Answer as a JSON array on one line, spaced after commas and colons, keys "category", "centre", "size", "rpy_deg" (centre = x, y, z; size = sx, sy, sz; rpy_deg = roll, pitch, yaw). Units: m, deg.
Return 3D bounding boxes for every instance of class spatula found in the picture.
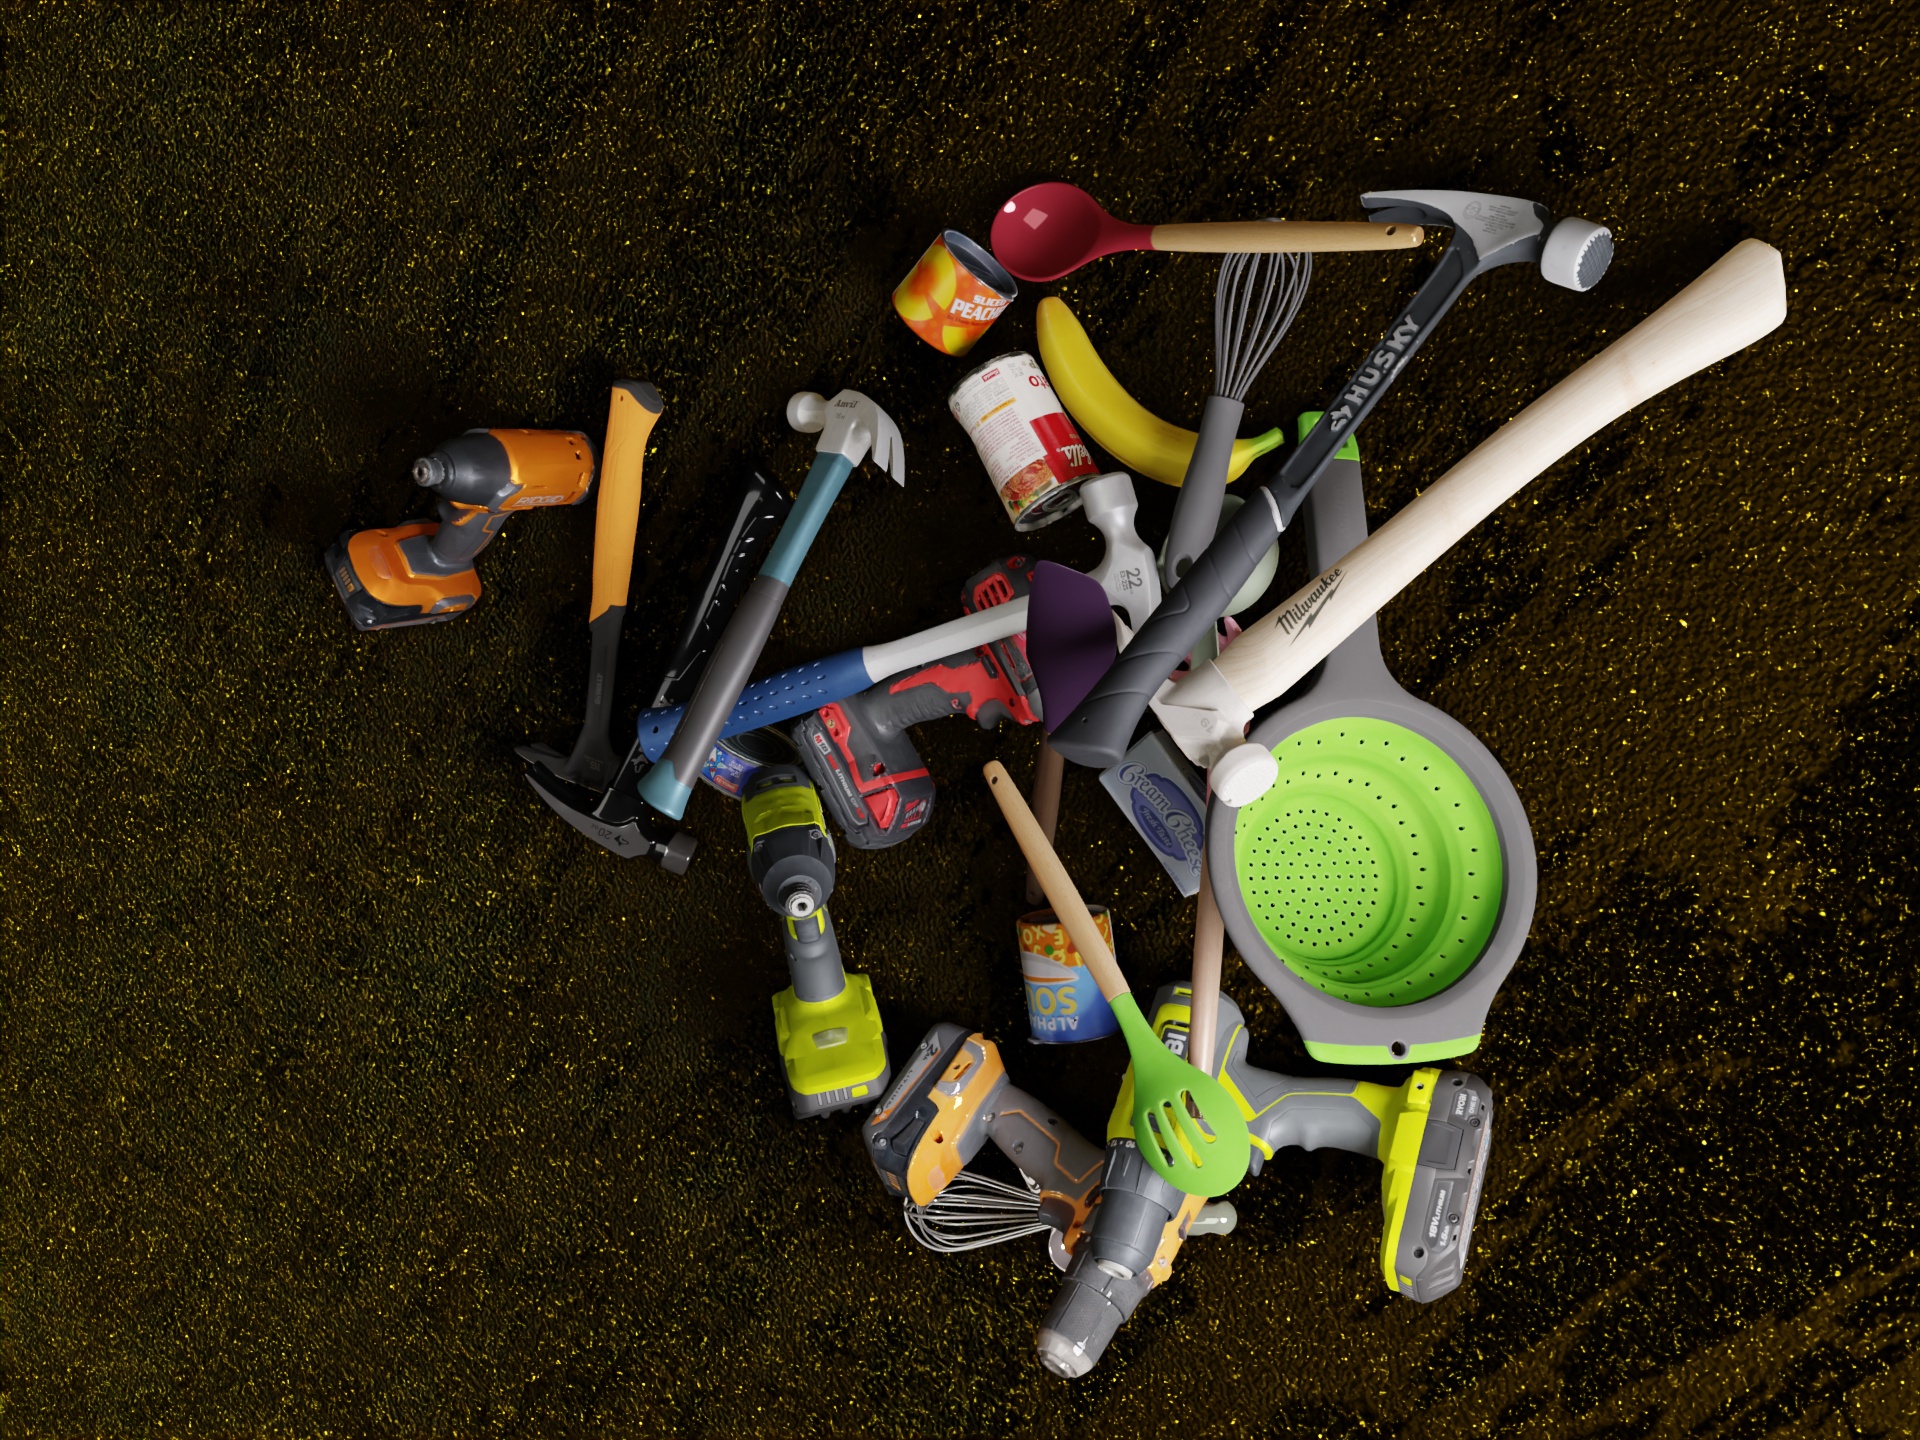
[{"category": "spatula", "centre": [0.061, 0.022, 1.027], "size": [0.060, 0.018, 0.315], "rpy_deg": [24, 140, 17]}]

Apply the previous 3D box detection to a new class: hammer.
[{"category": "hammer", "centre": [-0.138, -0.085, 1.111], "size": [0.128, 0.033, 0.331], "rpy_deg": [14, 74, 44]}, {"category": "hammer", "centre": [-0.051, -0.035, 1.086], "size": [0.405, 0.035, 0.144], "rpy_deg": [-17, 84, 25]}, {"category": "hammer", "centre": [0.186, -0.139, 0.907], "size": [0.409, 0.036, 0.149], "rpy_deg": [-51, 51, -2]}, {"category": "hammer", "centre": [0.273, -0.128, 0.893], "size": [0.410, 0.038, 0.146], "rpy_deg": [-39, 52, 8]}, {"category": "hammer", "centre": [-0.291, -0.110, 1.300], "size": [0.127, 0.034, 0.336], "rpy_deg": [17, 105, 26]}, {"category": "hammer", "centre": [-0.220, -0.047, 1.243], "size": [0.146, 0.035, 0.334], "rpy_deg": [25, 106, -6]}]

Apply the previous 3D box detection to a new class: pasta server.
[{"category": "pasta server", "centre": [0.157, 0.091, 1.010], "size": [0.060, 0.040, 0.316], "rpy_deg": [-3, 75, 37]}]

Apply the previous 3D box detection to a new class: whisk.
[{"category": "whisk", "centre": [0.073, 0.349, 1.130], "size": [0.246, 0.057, 0.059], "rpy_deg": [-5, 76, 19]}, {"category": "whisk", "centre": [0.168, -0.196, 0.989], "size": [0.055, 0.055, 0.239], "rpy_deg": [17, 94, 27]}]

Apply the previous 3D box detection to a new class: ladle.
[{"category": "ladle", "centre": [0.142, -0.300, 0.982], "size": [0.316, 0.031, 0.069], "rpy_deg": [17, 90, 43]}]

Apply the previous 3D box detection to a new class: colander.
[{"category": "colander", "centre": [0.228, 0.009, 0.978], "size": [0.204, 0.094, 0.397], "rpy_deg": [0, 77, -12]}]

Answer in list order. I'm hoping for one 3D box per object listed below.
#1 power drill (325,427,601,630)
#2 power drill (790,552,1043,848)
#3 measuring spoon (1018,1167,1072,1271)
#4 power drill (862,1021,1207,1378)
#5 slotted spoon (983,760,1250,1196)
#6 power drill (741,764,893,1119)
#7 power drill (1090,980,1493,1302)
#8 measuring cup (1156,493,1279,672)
[{"category": "power drill", "centre": [-0.418, -0.160, 1.292], "size": [0.226, 0.164, 0.084], "rpy_deg": [-33, 81, 32]}, {"category": "power drill", "centre": [-0.002, -0.004, 1.123], "size": [0.219, 0.078, 0.143], "rpy_deg": [-35, 79, 26]}, {"category": "measuring spoon", "centre": [0.064, 0.344, 1.169], "size": [0.034, 0.018, 0.124], "rpy_deg": [-31, 74, 20]}, {"category": "power drill", "centre": [0.043, 0.322, 1.085], "size": [0.226, 0.185, 0.084], "rpy_deg": [19, 145, 28]}, {"category": "slotted spoon", "centre": [0.087, 0.155, 1.010], "size": [0.070, 0.031, 0.314], "rpy_deg": [-39, 63, 20]}, {"category": "power drill", "centre": [-0.107, 0.163, 1.133], "size": [0.080, 0.171, 0.223], "rpy_deg": [-12, 114, -6]}, {"category": "power drill", "centre": [0.201, 0.276, 0.993], "size": [0.228, 0.080, 0.191], "rpy_deg": [9, 58, 25]}, {"category": "measuring cup", "centre": [0.164, -0.061, 0.998], "size": [0.083, 0.038, 0.168], "rpy_deg": [-17, 60, 42]}]
